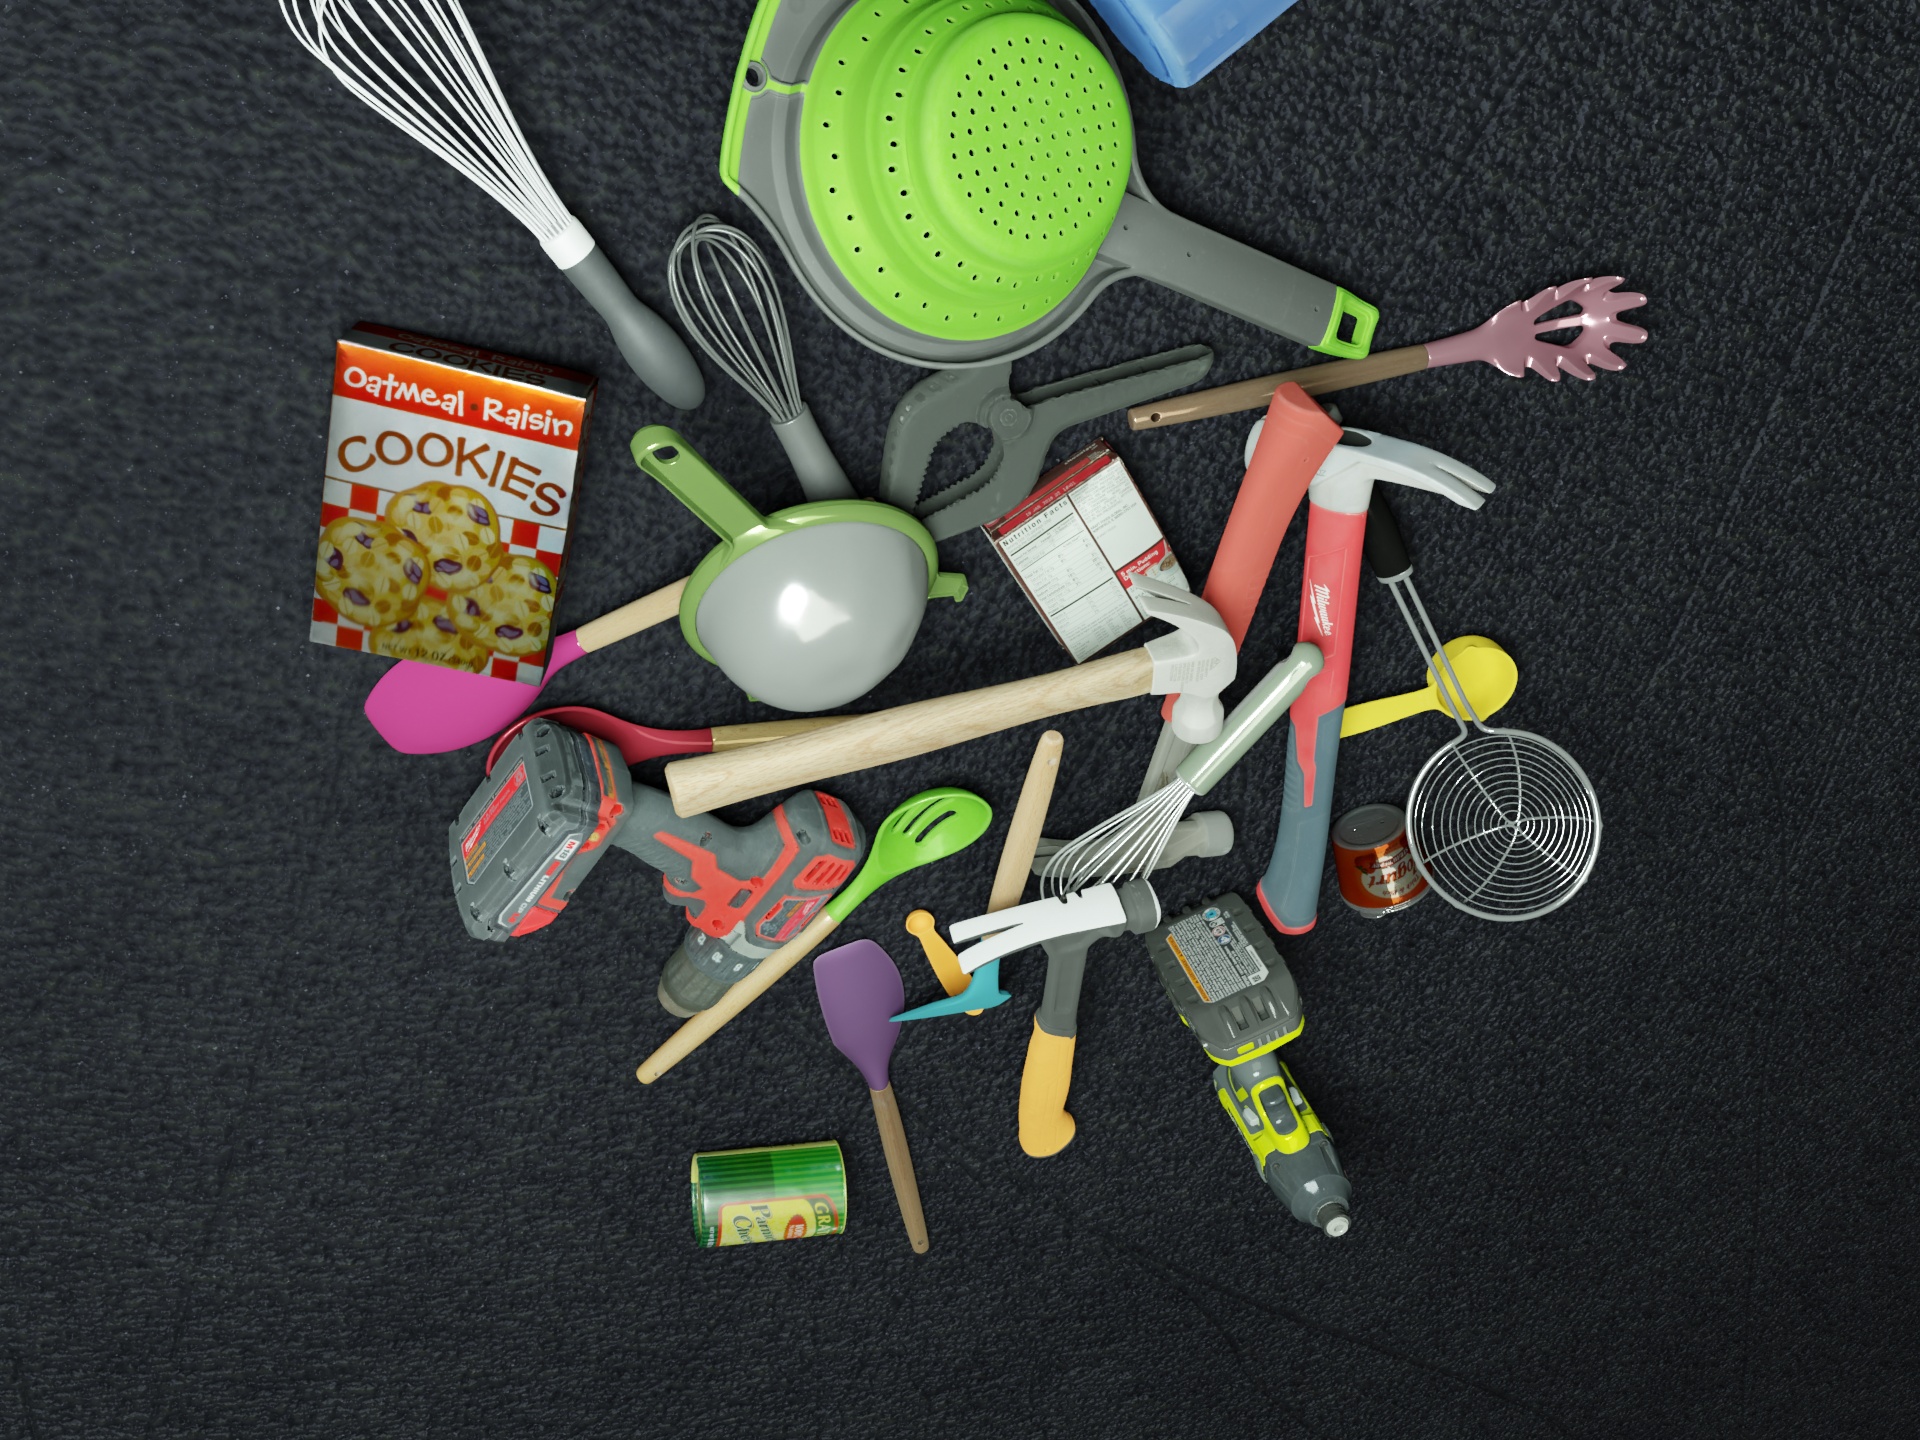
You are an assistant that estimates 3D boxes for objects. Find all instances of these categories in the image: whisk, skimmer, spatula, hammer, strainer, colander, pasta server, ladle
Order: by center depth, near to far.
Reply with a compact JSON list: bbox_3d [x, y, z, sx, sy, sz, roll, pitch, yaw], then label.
[{"bbox_3d":[-0.209,-0.257,0.765,0.070,0.070,0.284,-35,129,6],"label":"whisk"},{"bbox_3d":[0.084,-0.256,0.799,0.396,0.095,0.204,13,95,-29],"label":"colander"},{"bbox_3d":[-0.094,-0.068,0.839,0.151,0.069,0.256,-26,152,10],"label":"strainer"},{"bbox_3d":[-0.092,-0.164,0.863,0.055,0.055,0.238,-27,128,0],"label":"whisk"},{"bbox_3d":[-0.001,-0.003,0.897,0.331,0.031,0.129,-14,140,-9],"label":"hammer"},{"bbox_3d":[0.253,-0.210,0.944,0.316,0.040,0.060,-13,111,-7],"label":"pasta server"},{"bbox_3d":[-0.126,0.009,0.969,0.315,0.031,0.069,-4,130,-17],"label":"ladle"},{"bbox_3d":[0.144,-0.040,0.976,0.149,0.037,0.358,-3,132,-20],"label":"hammer"},{"bbox_3d":[0.138,0.043,0.997,0.059,0.058,0.246,42,108,4],"label":"whisk"},{"bbox_3d":[0.298,-0.030,1.010,0.127,0.090,0.363,-17,120,31],"label":"skimmer"},{"bbox_3d":[0.021,0.113,1.010,0.082,0.044,0.317,-4,136,-19],"label":"spatula"},{"bbox_3d":[0.245,-0.005,1.026,0.038,0.143,0.386,-41,141,-40],"label":"hammer"},{"bbox_3d":[0.056,0.219,1.083,0.127,0.034,0.336,-12,143,-10],"label":"hammer"},{"bbox_3d":[-0.053,0.283,1.164,0.060,0.018,0.315,-18,123,-13],"label":"spatula"}]

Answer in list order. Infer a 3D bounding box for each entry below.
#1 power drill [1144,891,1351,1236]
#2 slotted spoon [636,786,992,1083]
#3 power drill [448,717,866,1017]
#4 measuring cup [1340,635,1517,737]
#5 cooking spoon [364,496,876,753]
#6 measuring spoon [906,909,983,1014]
[{"bbox_3d":[0.215,0.249,1.135,0.080,0.171,0.223,-25,121,-1],"label":"power drill"},{"bbox_3d":[-0.105,0.143,1.057,0.313,0.031,0.070,-41,137,12],"label":"slotted spoon"},{"bbox_3d":[-0.190,0.101,0.962,0.226,0.080,0.188,20,122,-40],"label":"power drill"},{"bbox_3d":[0.300,-0.017,1.090,0.156,0.029,0.062,-17,121,8],"label":"measuring cup"},{"bbox_3d":[-0.191,-0.055,0.897,0.319,0.017,0.068,-24,125,7],"label":"cooking spoon"},{"bbox_3d":[-0.010,0.169,1.114,0.021,0.011,0.116,-26,128,3],"label":"measuring spoon"}]
